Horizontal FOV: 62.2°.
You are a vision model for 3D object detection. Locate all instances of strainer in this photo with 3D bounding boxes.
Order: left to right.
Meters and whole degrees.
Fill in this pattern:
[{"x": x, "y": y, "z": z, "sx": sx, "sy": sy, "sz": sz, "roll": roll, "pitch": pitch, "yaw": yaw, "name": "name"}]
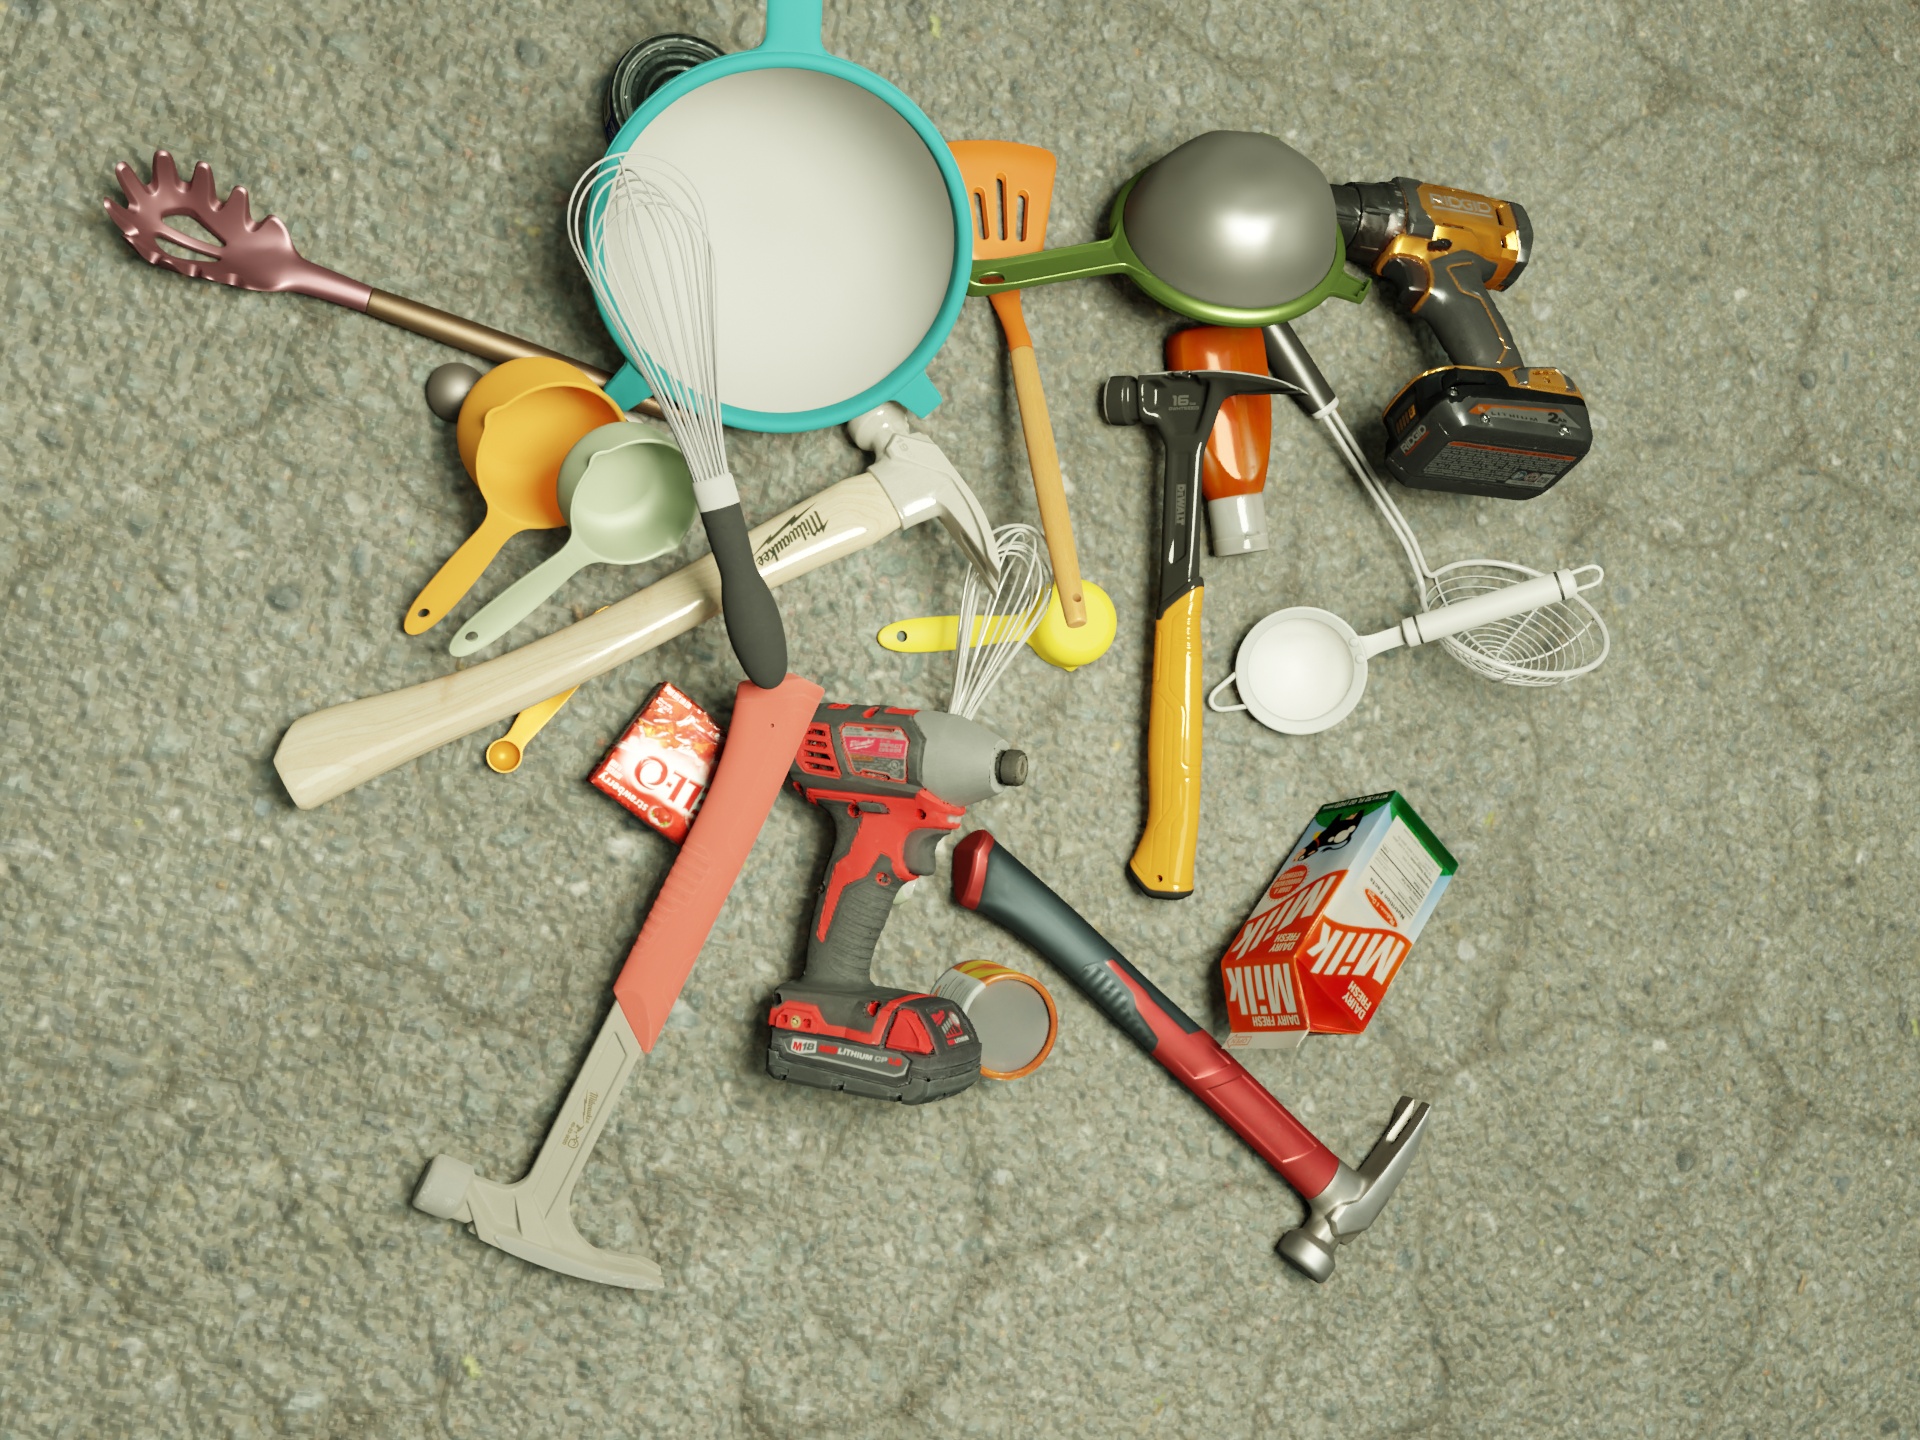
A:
[{"x": -0.097, "y": -0.330, "z": 0.864, "sx": 0.211, "sy": 0.095, "sz": 0.340, "roll": -1, "pitch": 124, "yaw": -12, "name": "strainer"}, {"x": 0.121, "y": -0.306, "z": 0.967, "sx": 0.256, "sy": 0.069, "sz": 0.152, "roll": -14, "pitch": 62, "yaw": -15, "name": "strainer"}, {"x": 0.288, "y": -0.055, "z": 1.040, "sx": 0.258, "sy": 0.050, "sz": 0.087, "roll": -18, "pitch": 102, "yaw": 17, "name": "strainer"}]

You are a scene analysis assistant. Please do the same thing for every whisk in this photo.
[{"x": -0.138, "y": -0.150, "z": 0.831, "sx": 0.070, "sy": 0.070, "sz": 0.284, "roll": -19, "pitch": 105, "yaw": -19, "name": "whisk"}, {"x": -0.002, "y": -0.003, "z": 0.970, "sx": 0.059, "sy": 0.057, "sz": 0.246, "roll": 22, "pitch": 93, "yaw": 26, "name": "whisk"}]

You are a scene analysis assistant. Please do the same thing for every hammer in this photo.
[{"x": -0.176, "y": -0.049, "z": 0.895, "sx": 0.410, "sy": 0.038, "sz": 0.146, "roll": -28, "pitch": 67, "yaw": -15, "name": "hammer"}, {"x": -0.161, "y": 0.140, "z": 0.901, "sx": 0.149, "sy": 0.037, "sz": 0.359, "roll": 27, "pitch": 88, "yaw": -17, "name": "hammer"}, {"x": 0.148, "y": 0.195, "z": 1.036, "sx": 0.386, "sy": 0.038, "sz": 0.143, "roll": 44, "pitch": 75, "yaw": -14, "name": "hammer"}, {"x": 0.147, "y": -0.052, "z": 1.012, "sx": 0.034, "sy": 0.127, "sz": 0.337, "roll": -4, "pitch": 98, "yaw": -61, "name": "hammer"}]

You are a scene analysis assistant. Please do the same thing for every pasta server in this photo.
[{"x": -0.298, "y": -0.225, "z": 0.878, "sx": 0.316, "sy": 0.040, "sz": 0.060, "roll": 18, "pitch": 73, "yaw": -20, "name": "pasta server"}]

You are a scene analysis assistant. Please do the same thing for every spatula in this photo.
[{"x": 0.044, "y": -0.209, "z": 0.972, "sx": 0.081, "sy": 0.041, "sz": 0.323, "roll": -3, "pitch": 70, "yaw": -20, "name": "spatula"}]

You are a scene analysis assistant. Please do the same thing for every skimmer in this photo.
[{"x": 0.301, "y": -0.173, "z": 1.068, "sx": 0.363, "sy": 0.090, "sz": 0.127, "roll": 54, "pitch": 46, "yaw": -10, "name": "skimmer"}]

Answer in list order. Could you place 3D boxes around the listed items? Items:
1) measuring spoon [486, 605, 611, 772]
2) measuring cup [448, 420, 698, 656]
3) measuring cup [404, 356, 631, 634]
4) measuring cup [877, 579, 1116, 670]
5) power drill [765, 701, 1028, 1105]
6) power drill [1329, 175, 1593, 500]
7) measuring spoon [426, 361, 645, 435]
[{"x": -0.233, "y": -0.019, "z": 0.915, "sx": 0.021, "sy": 0.011, "sz": 0.117, "roll": 37, "pitch": 74, "yaw": -11, "name": "measuring spoon"}, {"x": -0.218, "y": -0.098, "z": 0.870, "sx": 0.167, "sy": 0.038, "sz": 0.083, "roll": -40, "pitch": 140, "yaw": -2, "name": "measuring cup"}, {"x": -0.260, "y": -0.125, "z": 0.883, "sx": 0.173, "sy": 0.052, "sz": 0.095, "roll": -48, "pitch": 140, "yaw": 8, "name": "measuring cup"}, {"x": 0.026, "y": -0.058, "z": 0.998, "sx": 0.156, "sy": 0.029, "sz": 0.062, "roll": -6, "pitch": 91, "yaw": -20, "name": "measuring cup"}, {"x": -0.036, "y": 0.101, "z": 0.919, "sx": 0.143, "sy": 0.078, "sz": 0.220, "roll": 4, "pitch": 87, "yaw": 24, "name": "power drill"}, {"x": 0.305, "y": -0.264, "z": 1.046, "sx": 0.185, "sy": 0.084, "sz": 0.226, "roll": 3, "pitch": 63, "yaw": -18, "name": "power drill"}, {"x": -0.240, "y": -0.179, "z": 0.908, "sx": 0.124, "sy": 0.018, "sz": 0.034, "roll": 8, "pitch": 87, "yaw": -21, "name": "measuring spoon"}]
